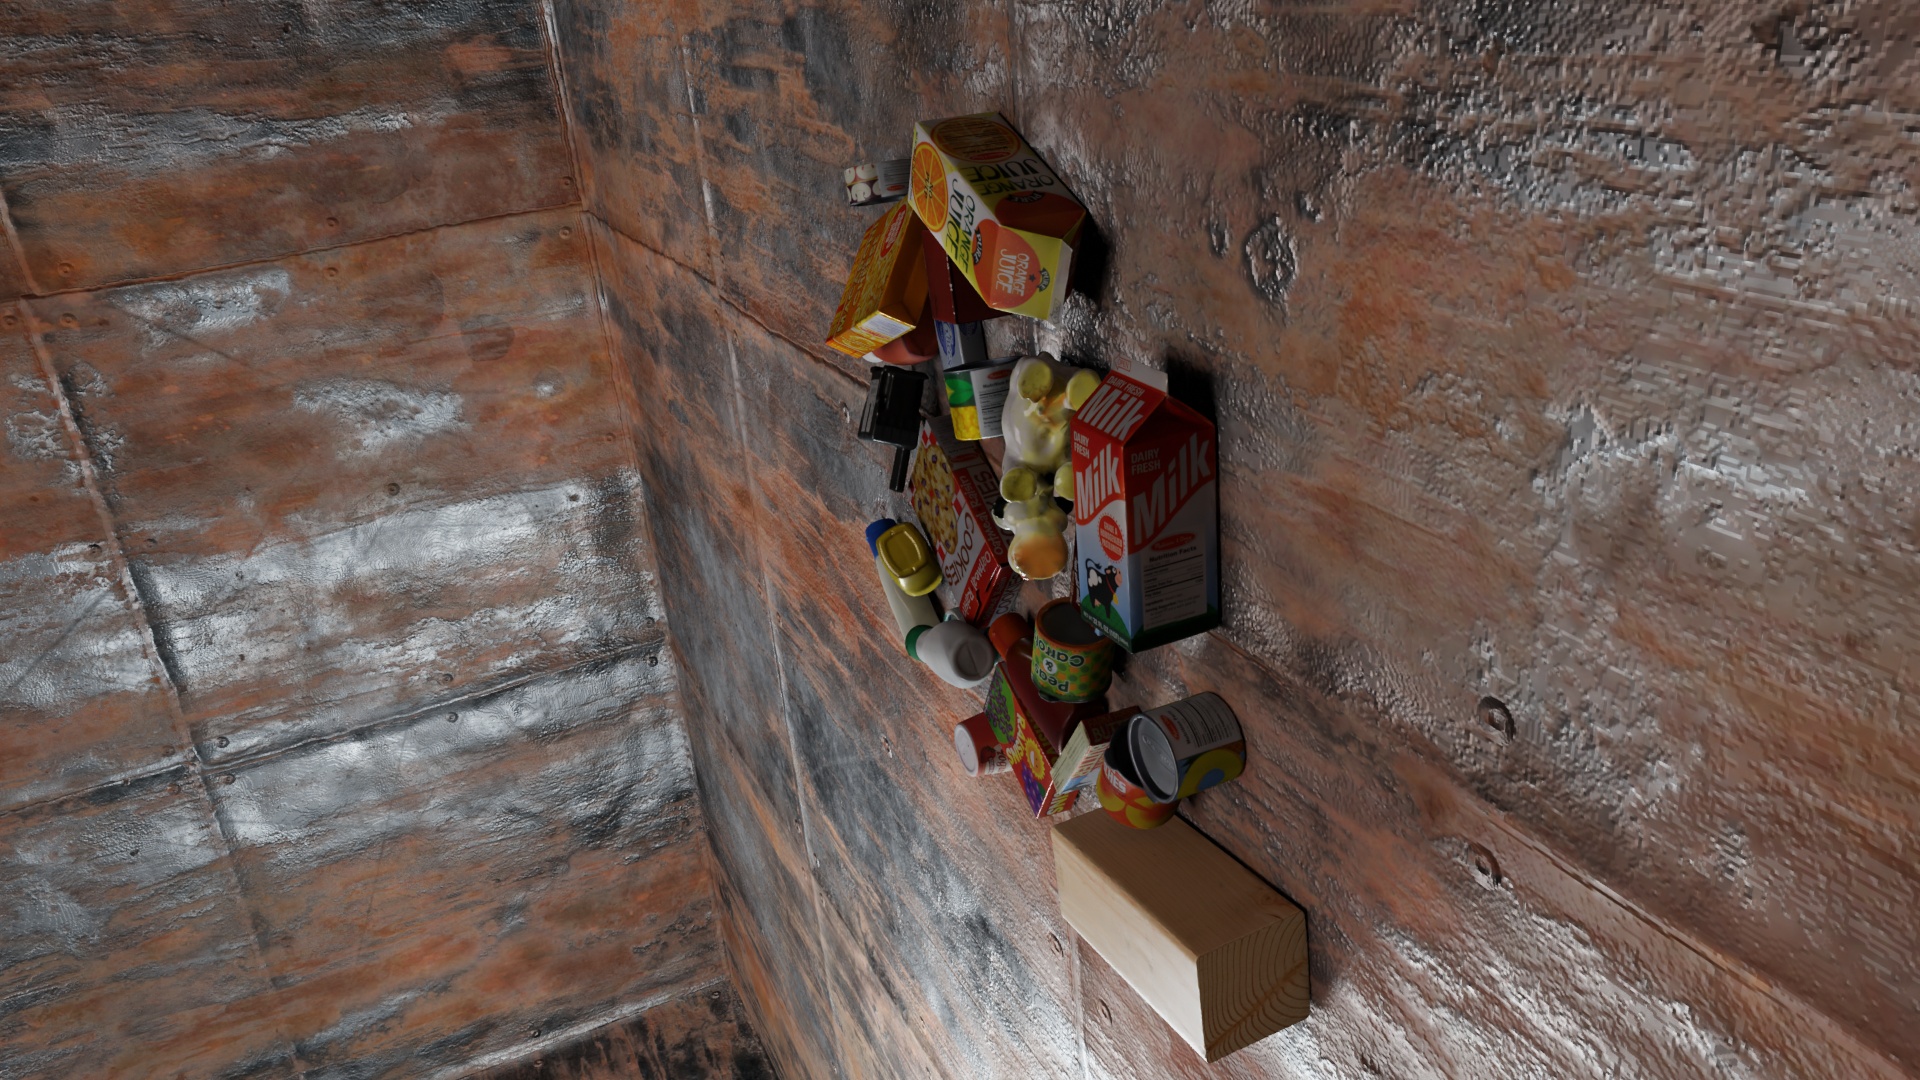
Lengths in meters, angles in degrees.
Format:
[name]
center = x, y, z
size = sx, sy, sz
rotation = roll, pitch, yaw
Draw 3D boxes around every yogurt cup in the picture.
[yogurt cup]
center = 0.029, 0.197, 1.355
size = 0.072, 0.054, 0.072
rotation = 167, 89, -69

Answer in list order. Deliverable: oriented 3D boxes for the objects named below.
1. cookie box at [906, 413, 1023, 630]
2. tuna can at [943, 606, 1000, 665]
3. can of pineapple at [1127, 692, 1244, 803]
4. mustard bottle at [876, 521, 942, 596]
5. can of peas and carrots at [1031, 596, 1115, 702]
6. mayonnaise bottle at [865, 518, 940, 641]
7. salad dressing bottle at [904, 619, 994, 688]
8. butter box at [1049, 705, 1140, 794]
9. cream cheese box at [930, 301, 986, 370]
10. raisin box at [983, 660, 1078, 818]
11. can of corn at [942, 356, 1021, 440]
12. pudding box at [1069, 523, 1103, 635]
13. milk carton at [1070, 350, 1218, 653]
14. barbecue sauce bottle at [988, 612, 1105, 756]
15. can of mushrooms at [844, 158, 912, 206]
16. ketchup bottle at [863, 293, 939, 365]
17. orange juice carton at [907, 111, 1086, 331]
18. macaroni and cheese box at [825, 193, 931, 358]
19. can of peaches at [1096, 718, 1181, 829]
[cookie box]
center = 0.005, -0.016, 1.295
size = 0.122, 0.040, 0.168
rotation = 110, 140, -56
[tuna can]
center = 0.011, 0.097, 1.365
size = 0.071, 0.033, 0.071
rotation = 167, 89, -69
[can of pineapple]
center = 0.160, 0.148, 0.988
size = 0.071, 0.058, 0.071
rotation = 167, 89, -69
[mustard bottle]
center = -0.047, 0.027, 1.406
size = 0.065, 0.049, 0.160
rotation = 60, 179, 15
[can of peas and carrots]
center = 0.089, 0.087, 1.108
size = 0.071, 0.071, 0.058
rotation = -129, 32, -47
[mayonnaise bottle]
center = -0.062, 0.046, 1.506
size = 0.064, 0.041, 0.148
rotation = 103, 147, -62
[salad dressing bottle]
center = -0.014, 0.104, 1.324
size = 0.064, 0.044, 0.147
rotation = 68, 162, -10
[butter box]
center = 0.112, 0.172, 1.132
size = 0.103, 0.053, 0.024
rotation = 110, 143, -55
[cream cheese box]
center = -0.004, -0.195, 1.222
size = 0.053, 0.024, 0.103
rotation = -162, 60, -65
[raisin box]
center = 0.068, 0.178, 1.266
size = 0.085, 0.040, 0.124
rotation = 104, 147, -49
[can of corn]
center = 0.022, -0.118, 1.150
size = 0.071, 0.071, 0.058
rotation = -164, 61, -66
[pudding box]
center = 0.110, 0.026, 1.072
size = 0.050, 0.030, 0.083
rotation = 52, 149, 46
[milk carton]
center = 0.124, -0.029, 0.940
size = 0.072, 0.073, 0.189
rotation = -143, 43, -58
[barbecue sauce bottle]
center = 0.072, 0.120, 1.212
size = 0.149, 0.044, 0.064
rotation = 53, 141, 46
[can of mushrooms]
center = -0.071, -0.321, 1.250
size = 0.071, 0.071, 0.033
rotation = -164, 62, -66
[ketchup bottle]
center = -0.062, -0.198, 1.338
size = 0.148, 0.043, 0.064
rotation = -179, 87, -69
[orange juice carton]
center = 0.033, -0.239, 1.033
size = 0.193, 0.073, 0.071
rotation = 58, 152, 38
[macaroni and cheese box]
center = -0.063, -0.237, 1.244
size = 0.166, 0.040, 0.124
rotation = -7, 63, 69
[can of peaches]
center = 0.137, 0.175, 1.046
size = 0.057, 0.071, 0.071
rotation = 100, 148, -49
